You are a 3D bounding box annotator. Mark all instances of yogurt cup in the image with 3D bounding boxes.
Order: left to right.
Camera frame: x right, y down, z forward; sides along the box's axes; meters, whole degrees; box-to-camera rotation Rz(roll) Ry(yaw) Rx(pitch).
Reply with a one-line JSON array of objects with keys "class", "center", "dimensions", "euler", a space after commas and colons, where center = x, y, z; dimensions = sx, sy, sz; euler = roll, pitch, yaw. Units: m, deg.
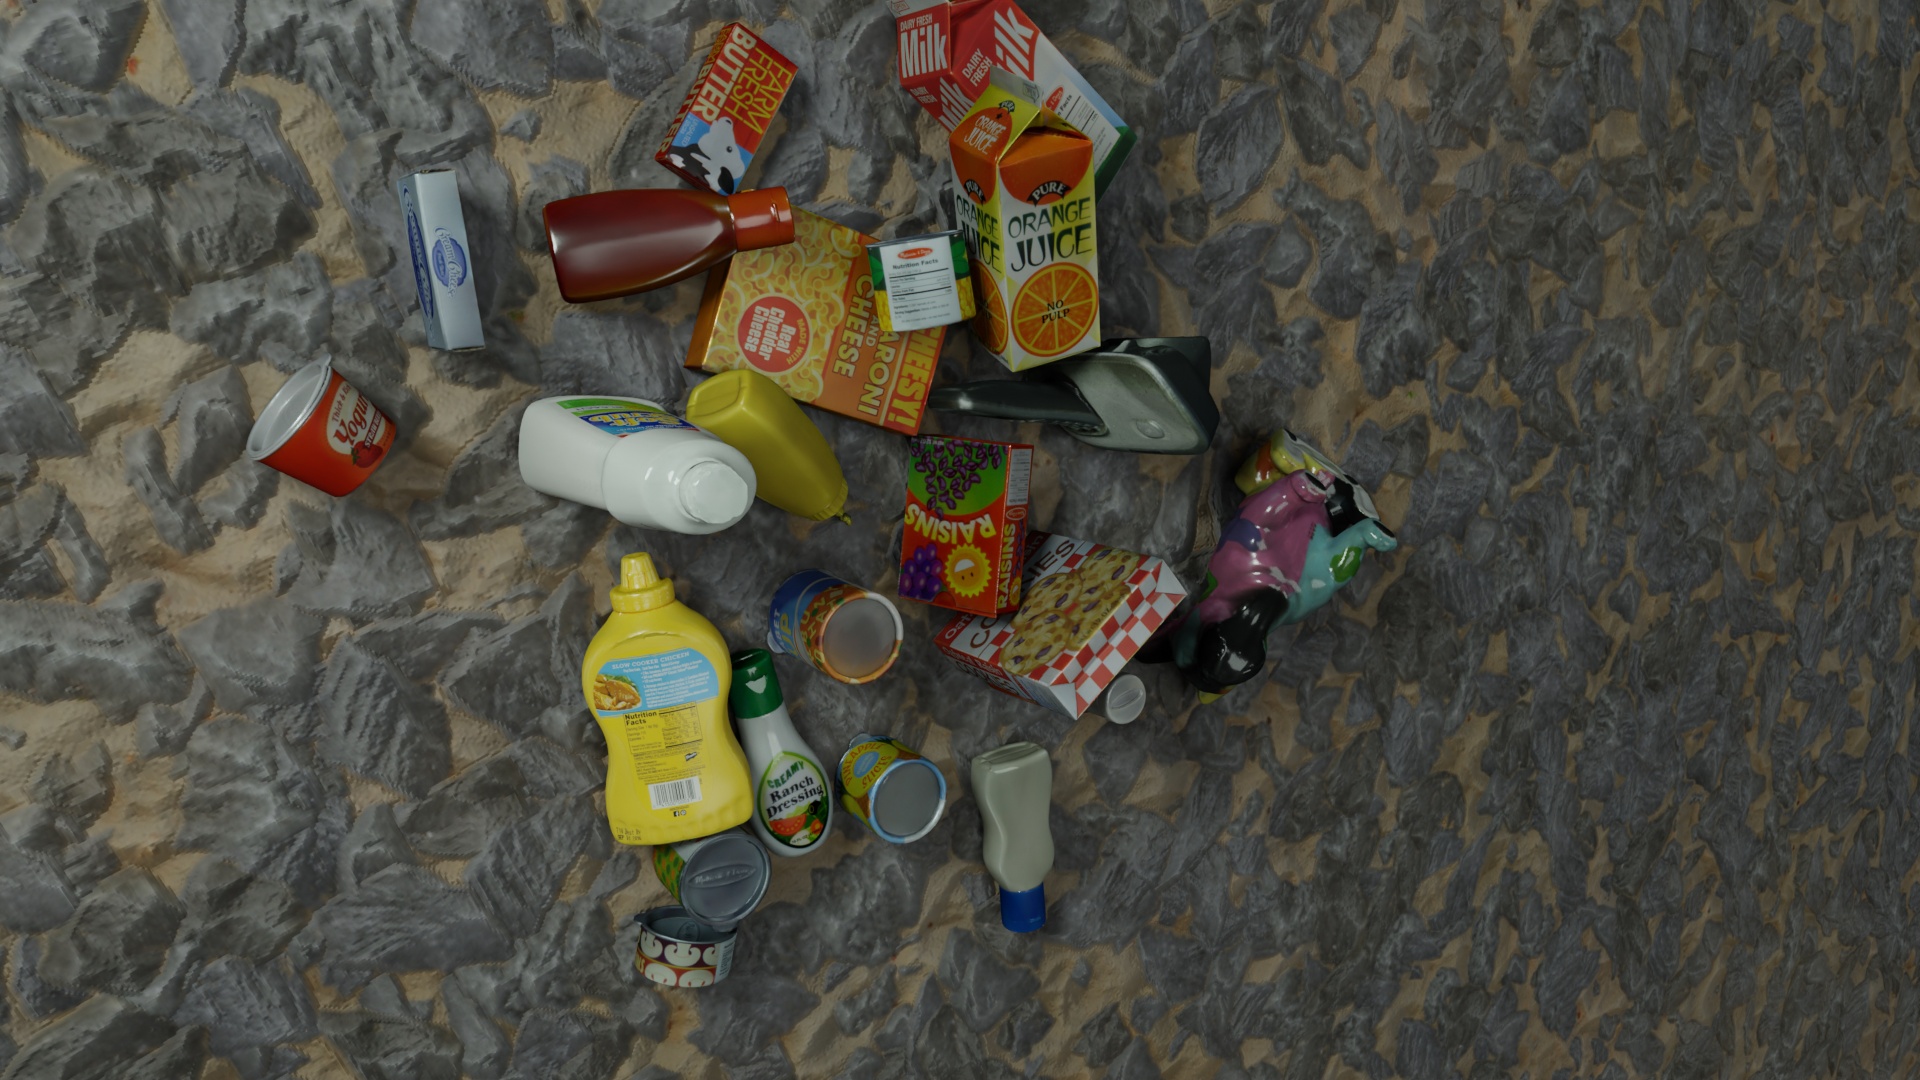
[{"class": "yogurt cup", "center": [-0.362, -0.061, 0.792], "dimensions": [0.054, 0.072, 0.072], "euler": [42, 76, -38]}]

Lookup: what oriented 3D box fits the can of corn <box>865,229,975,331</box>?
[{"class": "can of corn", "center": [-0.026, -0.174, 0.930], "dimensions": [0.071, 0.071, 0.058], "euler": [-17, 106, -28]}]

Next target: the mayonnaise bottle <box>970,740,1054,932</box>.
[{"class": "mayonnaise bottle", "center": [0.045, 0.238, 1.107], "dimensions": [0.065, 0.041, 0.147], "euler": [-12, 106, -28]}]

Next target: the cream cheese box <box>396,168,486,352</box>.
[{"class": "cream cheese box", "center": [-0.305, -0.163, 0.815], "dimensions": [0.024, 0.053, 0.103], "euler": [-14, 105, -31]}]

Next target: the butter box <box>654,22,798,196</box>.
[{"class": "butter box", "center": [-0.152, -0.278, 0.906], "dimensions": [0.053, 0.024, 0.103], "euler": [29, 83, -32]}]

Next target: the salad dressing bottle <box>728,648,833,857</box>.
[{"class": "salad dressing bottle", "center": [-0.133, 0.149, 0.980], "dimensions": [0.064, 0.044, 0.147], "euler": [-23, 109, -24]}]

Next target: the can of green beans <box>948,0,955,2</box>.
[{"class": "can of green beans", "center": [0.015, -0.409, 0.966], "dimensions": [0.071, 0.058, 0.071], "euler": [-6, 101, -30]}]

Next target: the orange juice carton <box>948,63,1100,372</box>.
[{"class": "orange juice carton", "center": [0.044, -0.219, 0.939], "dimensions": [0.073, 0.072, 0.191], "euler": [-19, 127, -18]}]

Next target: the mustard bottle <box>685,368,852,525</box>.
[{"class": "mustard bottle", "center": [-0.119, -0.053, 0.940], "dimensions": [0.160, 0.065, 0.049], "euler": [47, 36, -48]}]

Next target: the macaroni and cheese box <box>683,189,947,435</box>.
[{"class": "macaroni and cheese box", "center": [-0.092, -0.153, 0.955], "dimensions": [0.166, 0.040, 0.123], "euler": [16, 90, -32]}]

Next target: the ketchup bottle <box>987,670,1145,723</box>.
[{"class": "ketchup bottle", "center": [0.079, 0.101, 1.039], "dimensions": [0.065, 0.149, 0.043], "euler": [-24, 109, -26]}]

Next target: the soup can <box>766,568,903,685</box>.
[{"class": "soup can", "center": [-0.089, 0.062, 0.968], "dimensions": [0.071, 0.084, 0.071], "euler": [-6, 102, -30]}]

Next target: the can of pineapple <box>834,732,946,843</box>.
[{"class": "can of pineapple", "center": [-0.053, 0.182, 1.026], "dimensions": [0.071, 0.058, 0.071], "euler": [-6, 102, -30]}]

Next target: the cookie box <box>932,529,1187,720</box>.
[{"class": "cookie box", "center": [0.069, 0.057, 1.015], "dimensions": [0.123, 0.167, 0.040], "euler": [-46, 116, -16]}]

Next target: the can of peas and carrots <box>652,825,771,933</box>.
[{"class": "can of peas and carrots", "center": [-0.172, 0.226, 0.960], "dimensions": [0.071, 0.059, 0.070], "euler": [-6, 103, -30]}]

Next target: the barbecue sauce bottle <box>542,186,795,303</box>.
[{"class": "barbecue sauce bottle", "center": [-0.180, -0.191, 0.867], "dimensions": [0.149, 0.043, 0.064], "euler": [-12, 96, -10]}]

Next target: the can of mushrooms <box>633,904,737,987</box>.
[{"class": "can of mushrooms", "center": [-0.191, 0.278, 0.954], "dimensions": [0.071, 0.071, 0.033], "euler": [7, 96, -32]}]

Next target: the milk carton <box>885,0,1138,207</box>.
[{"class": "milk carton", "center": [0.030, -0.317, 0.983], "dimensions": [0.190, 0.072, 0.073], "euler": [37, 79, -32]}]

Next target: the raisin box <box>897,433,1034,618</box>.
[{"class": "raisin box", "center": [0.004, -0.013, 1.007], "dimensions": [0.040, 0.086, 0.123], "euler": [-7, 104, -59]}]
